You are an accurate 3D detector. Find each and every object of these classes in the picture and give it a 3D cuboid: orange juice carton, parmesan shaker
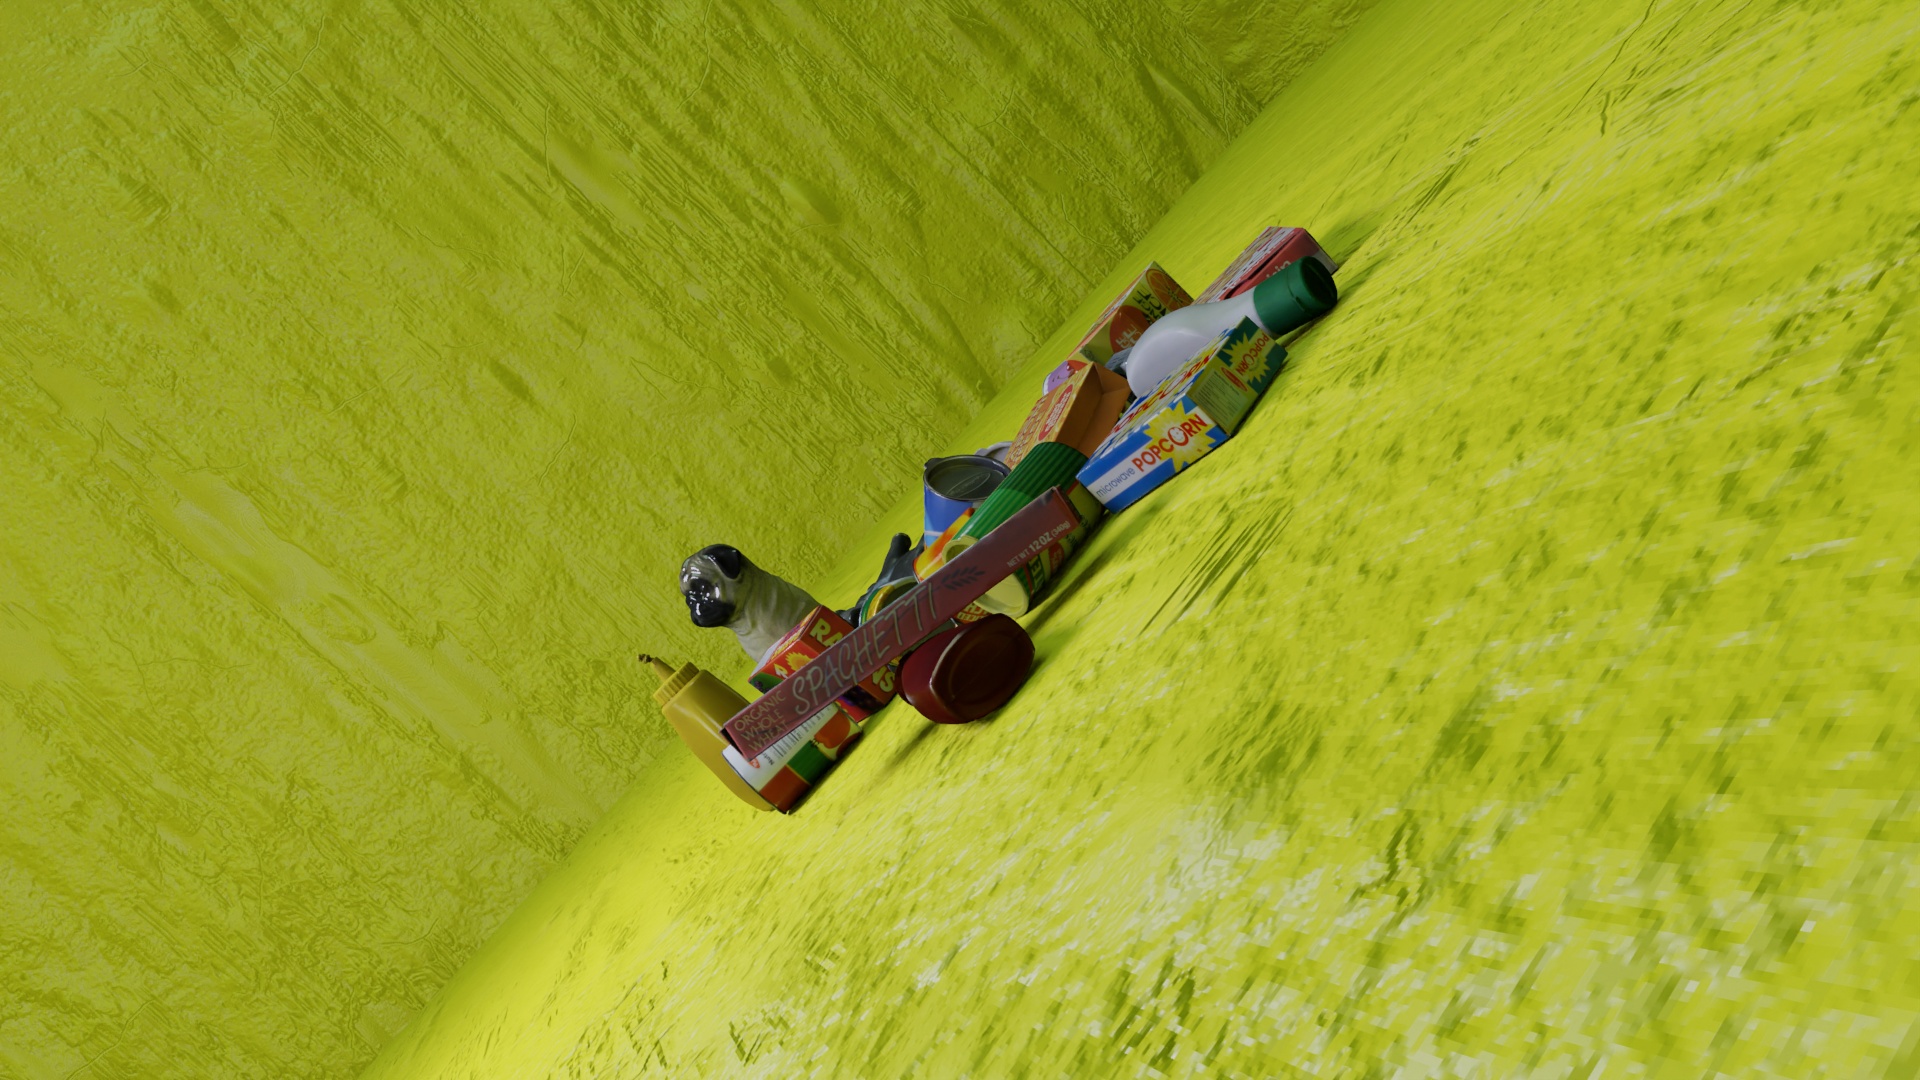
[{"bbox_3d":[0.156,-0.178,1.250,0.072,0.072,0.194,-43,6,33],"label":"orange juice carton"},{"bbox_3d":[0.044,-0.010,0.901,0.103,0.071,0.071,-49,6,-29],"label":"parmesan shaker"}]

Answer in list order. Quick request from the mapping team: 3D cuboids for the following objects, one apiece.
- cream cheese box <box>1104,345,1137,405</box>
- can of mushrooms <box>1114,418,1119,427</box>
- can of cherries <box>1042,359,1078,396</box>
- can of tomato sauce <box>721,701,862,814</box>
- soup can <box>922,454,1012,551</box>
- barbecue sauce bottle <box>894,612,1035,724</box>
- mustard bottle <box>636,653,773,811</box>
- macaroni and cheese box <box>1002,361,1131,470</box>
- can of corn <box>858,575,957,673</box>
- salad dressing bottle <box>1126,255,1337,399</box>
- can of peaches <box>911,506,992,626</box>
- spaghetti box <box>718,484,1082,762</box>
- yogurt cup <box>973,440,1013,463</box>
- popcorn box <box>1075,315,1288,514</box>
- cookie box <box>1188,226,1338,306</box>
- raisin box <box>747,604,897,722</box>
[{"bbox_3d":[0.141,-0.123,1.065,0.024,0.053,0.104,-48,6,-2],"label":"cream cheese box"},{"bbox_3d":[0.109,-0.098,1.227,0.071,0.033,0.071,-45,5,5],"label":"can of mushrooms"},{"bbox_3d":[0.122,-0.144,1.313,0.058,0.071,0.072,-38,10,50],"label":"can of cherries"},{"bbox_3d":[-0.123,0.149,1.024,0.083,0.071,0.071,-46,6,-7],"label":"can of tomato sauce"},{"bbox_3d":[0.004,-0.013,1.030,0.072,0.071,0.083,-53,-29,-51],"label":"soup can"},{"bbox_3d":[-0.006,0.076,0.796,0.065,0.043,0.148,-44,4,-16],"label":"barbecue sauce bottle"},{"bbox_3d":[-0.191,0.141,1.086,0.065,0.160,0.049,-39,8,47],"label":"mustard bottle"},{"bbox_3d":[0.070,-0.066,1.099,0.124,0.040,0.166,-63,9,-10],"label":"macaroni and cheese box"},{"bbox_3d":[-0.037,0.062,1.014,0.071,0.071,0.058,-48,6,-14],"label":"can of corn"},{"bbox_3d":[0.172,-0.132,0.892,0.147,0.064,0.044,-28,22,46],"label":"salad dressing bottle"},{"bbox_3d":[0.010,0.020,0.965,0.058,0.071,0.071,-44,6,16],"label":"can of peaches"},{"bbox_3d":[-0.035,0.050,0.833,0.250,0.028,0.050,-36,-1,9],"label":"spaghetti box"},{"bbox_3d":[0.048,-0.057,1.234,0.072,0.072,0.054,-45,-2,16],"label":"yogurt cup"},{"bbox_3d":[0.134,-0.076,0.859,0.085,0.038,0.126,-49,7,-34],"label":"popcorn box"},{"bbox_3d":[0.206,-0.175,1.023,0.122,0.040,0.168,-45,6,12],"label":"cookie box"},{"bbox_3d":[-0.105,0.105,1.088,0.040,0.086,0.123,-57,10,-32],"label":"raisin box"}]
